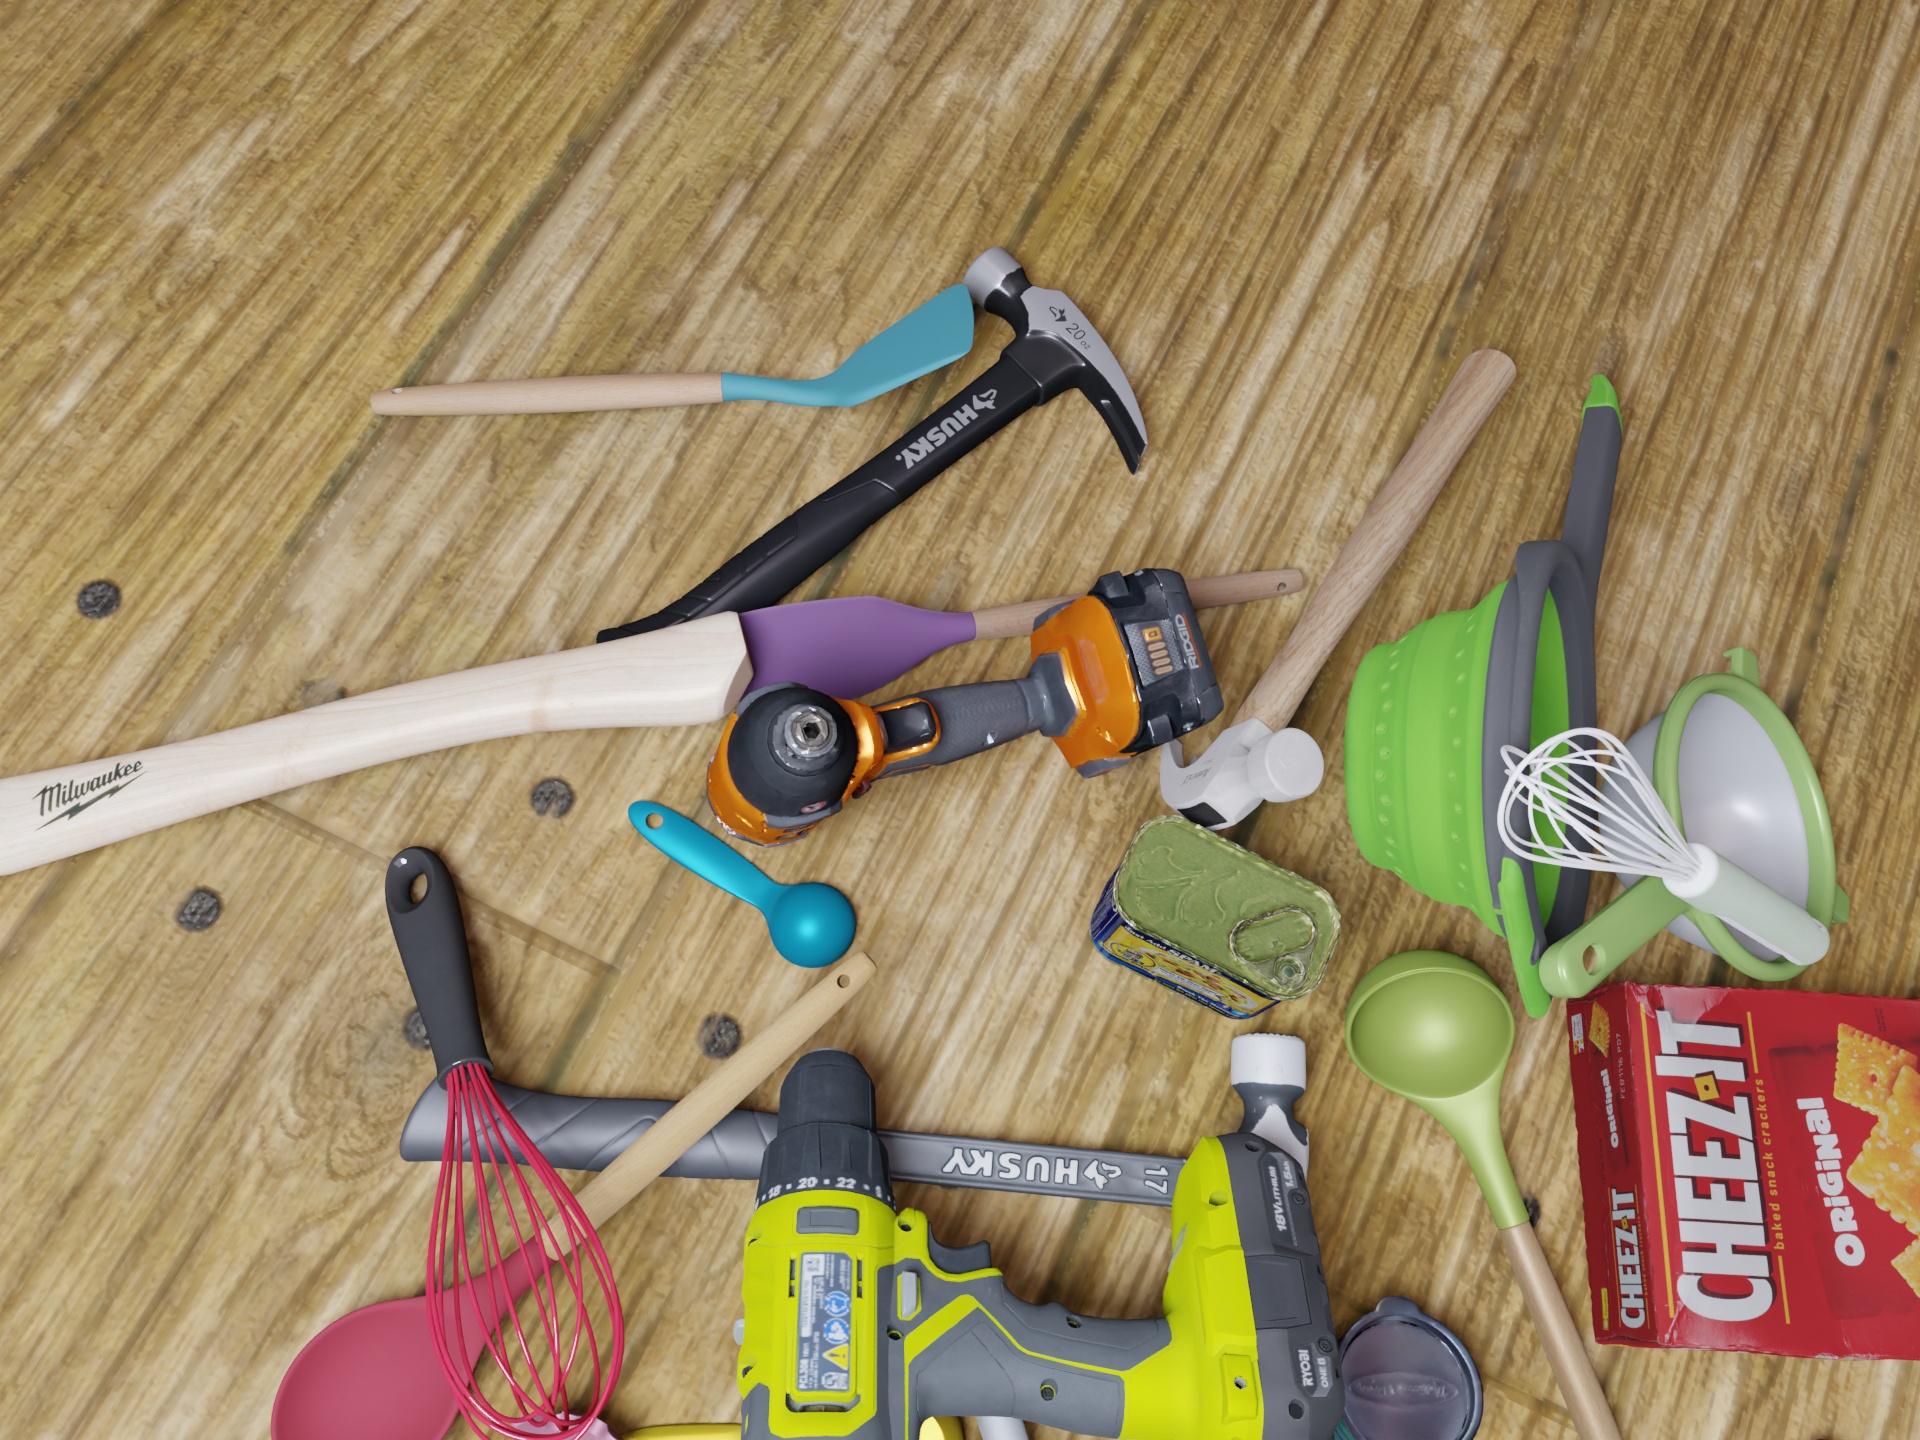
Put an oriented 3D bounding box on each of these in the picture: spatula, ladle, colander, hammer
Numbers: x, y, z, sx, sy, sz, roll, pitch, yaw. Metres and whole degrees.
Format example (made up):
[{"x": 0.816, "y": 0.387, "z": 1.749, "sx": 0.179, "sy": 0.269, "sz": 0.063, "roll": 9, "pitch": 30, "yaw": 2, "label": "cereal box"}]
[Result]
[{"x": 0.031, "y": -0.050, "z": 0.820, "sx": 0.316, "sy": 0.059, "sz": 0.018, "roll": -10, "pitch": 29, "yaw": -13, "label": "spatula"}, {"x": -0.158, "y": 0.206, "z": 0.680, "sx": 0.315, "sy": 0.031, "sz": 0.069, "roll": -41, "pitch": 83, "yaw": -5, "label": "ladle"}, {"x": -0.151, "y": -0.183, "z": 0.829, "sx": 0.317, "sy": 0.044, "sz": 0.082, "roll": -3, "pitch": 40, "yaw": 0, "label": "spatula"}, {"x": 0.271, "y": -0.042, "z": 0.811, "sx": 0.094, "sy": 0.204, "sz": 0.397, "roll": 0, "pitch": 47, "yaw": 30, "label": "colander"}, {"x": -0.050, "y": -0.111, "z": 0.833, "sx": 0.335, "sy": 0.035, "sz": 0.146, "roll": -40, "pitch": 78, "yaw": -17, "label": "hammer"}, {"x": -0.044, "y": 0.201, "z": 0.721, "sx": 0.409, "sy": 0.036, "sz": 0.149, "roll": 6, "pitch": 71, "yaw": -4, "label": "hammer"}, {"x": 0.261, "y": 0.258, "z": 0.723, "sx": 0.078, "sy": 0.062, "sz": 0.320, "roll": -24, "pitch": 76, "yaw": 20, "label": "ladle"}, {"x": 0.200, "y": -0.074, "z": 0.807, "sx": 0.031, "sy": 0.130, "sz": 0.331, "roll": 42, "pitch": 64, "yaw": -9, "label": "hammer"}, {"x": -0.303, "y": 0.003, "z": 0.743, "sx": 0.410, "sy": 0.038, "sz": 0.146, "roll": -14, "pitch": 71, "yaw": -5, "label": "hammer"}]

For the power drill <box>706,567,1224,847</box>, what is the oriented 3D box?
[{"x": -0.001, "y": -0.002, "z": 0.729, "sx": 0.226, "sy": 0.164, "sz": 0.084, "roll": -15, "pitch": 84, "yaw": -15, "label": "power drill"}]

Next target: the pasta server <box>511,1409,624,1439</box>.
[{"x": -0.065, "y": 0.392, "z": 0.646, "sx": 0.316, "sy": 0.040, "sz": 0.060, "roll": 39, "pitch": 84, "yaw": 6, "label": "pasta server"}]

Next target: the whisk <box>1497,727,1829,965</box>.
[{"x": 0.305, "y": 0.062, "z": 0.676, "sx": 0.246, "sy": 0.058, "sz": 0.059, "roll": 26, "pitch": 105, "yaw": -33, "label": "whisk"}]

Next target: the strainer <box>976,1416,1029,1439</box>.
[{"x": 0.038, "y": 0.352, "z": 0.660, "sx": 0.087, "sy": 0.050, "sz": 0.258, "roll": -20, "pitch": 77, "yaw": 7, "label": "strainer"}]

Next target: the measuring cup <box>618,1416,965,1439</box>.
[{"x": -0.075, "y": 0.312, "z": 0.679, "sx": 0.156, "sy": 0.029, "sz": 0.062, "roll": 0, "pitch": 70, "yaw": -5, "label": "measuring cup"}]

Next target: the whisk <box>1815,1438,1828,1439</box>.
[{"x": 0.364, "y": 0.454, "z": 0.666, "sx": 0.070, "sy": 0.070, "sz": 0.285, "roll": 14, "pitch": 64, "yaw": -1, "label": "whisk"}]

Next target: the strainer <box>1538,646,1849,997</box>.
[{"x": 0.328, "y": 0.073, "z": 0.760, "sx": 0.256, "sy": 0.069, "sz": 0.151, "roll": -24, "pitch": 93, "yaw": -37, "label": "strainer"}]

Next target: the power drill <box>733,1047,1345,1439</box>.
[{"x": 0.024, "y": 0.225, "z": 0.647, "sx": 0.228, "sy": 0.080, "sz": 0.191, "roll": 3, "pitch": 47, "yaw": -6, "label": "power drill"}]

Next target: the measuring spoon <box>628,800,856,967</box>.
[{"x": -0.107, "y": 0.073, "z": 0.766, "sx": 0.128, "sy": 0.021, "sz": 0.042, "roll": 32, "pitch": 70, "yaw": 6, "label": "measuring spoon"}]

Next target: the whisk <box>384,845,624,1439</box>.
[{"x": -0.203, "y": 0.165, "z": 0.667, "sx": 0.073, "sy": 0.073, "sz": 0.296, "roll": -20, "pitch": 51, "yaw": -13, "label": "whisk"}]
